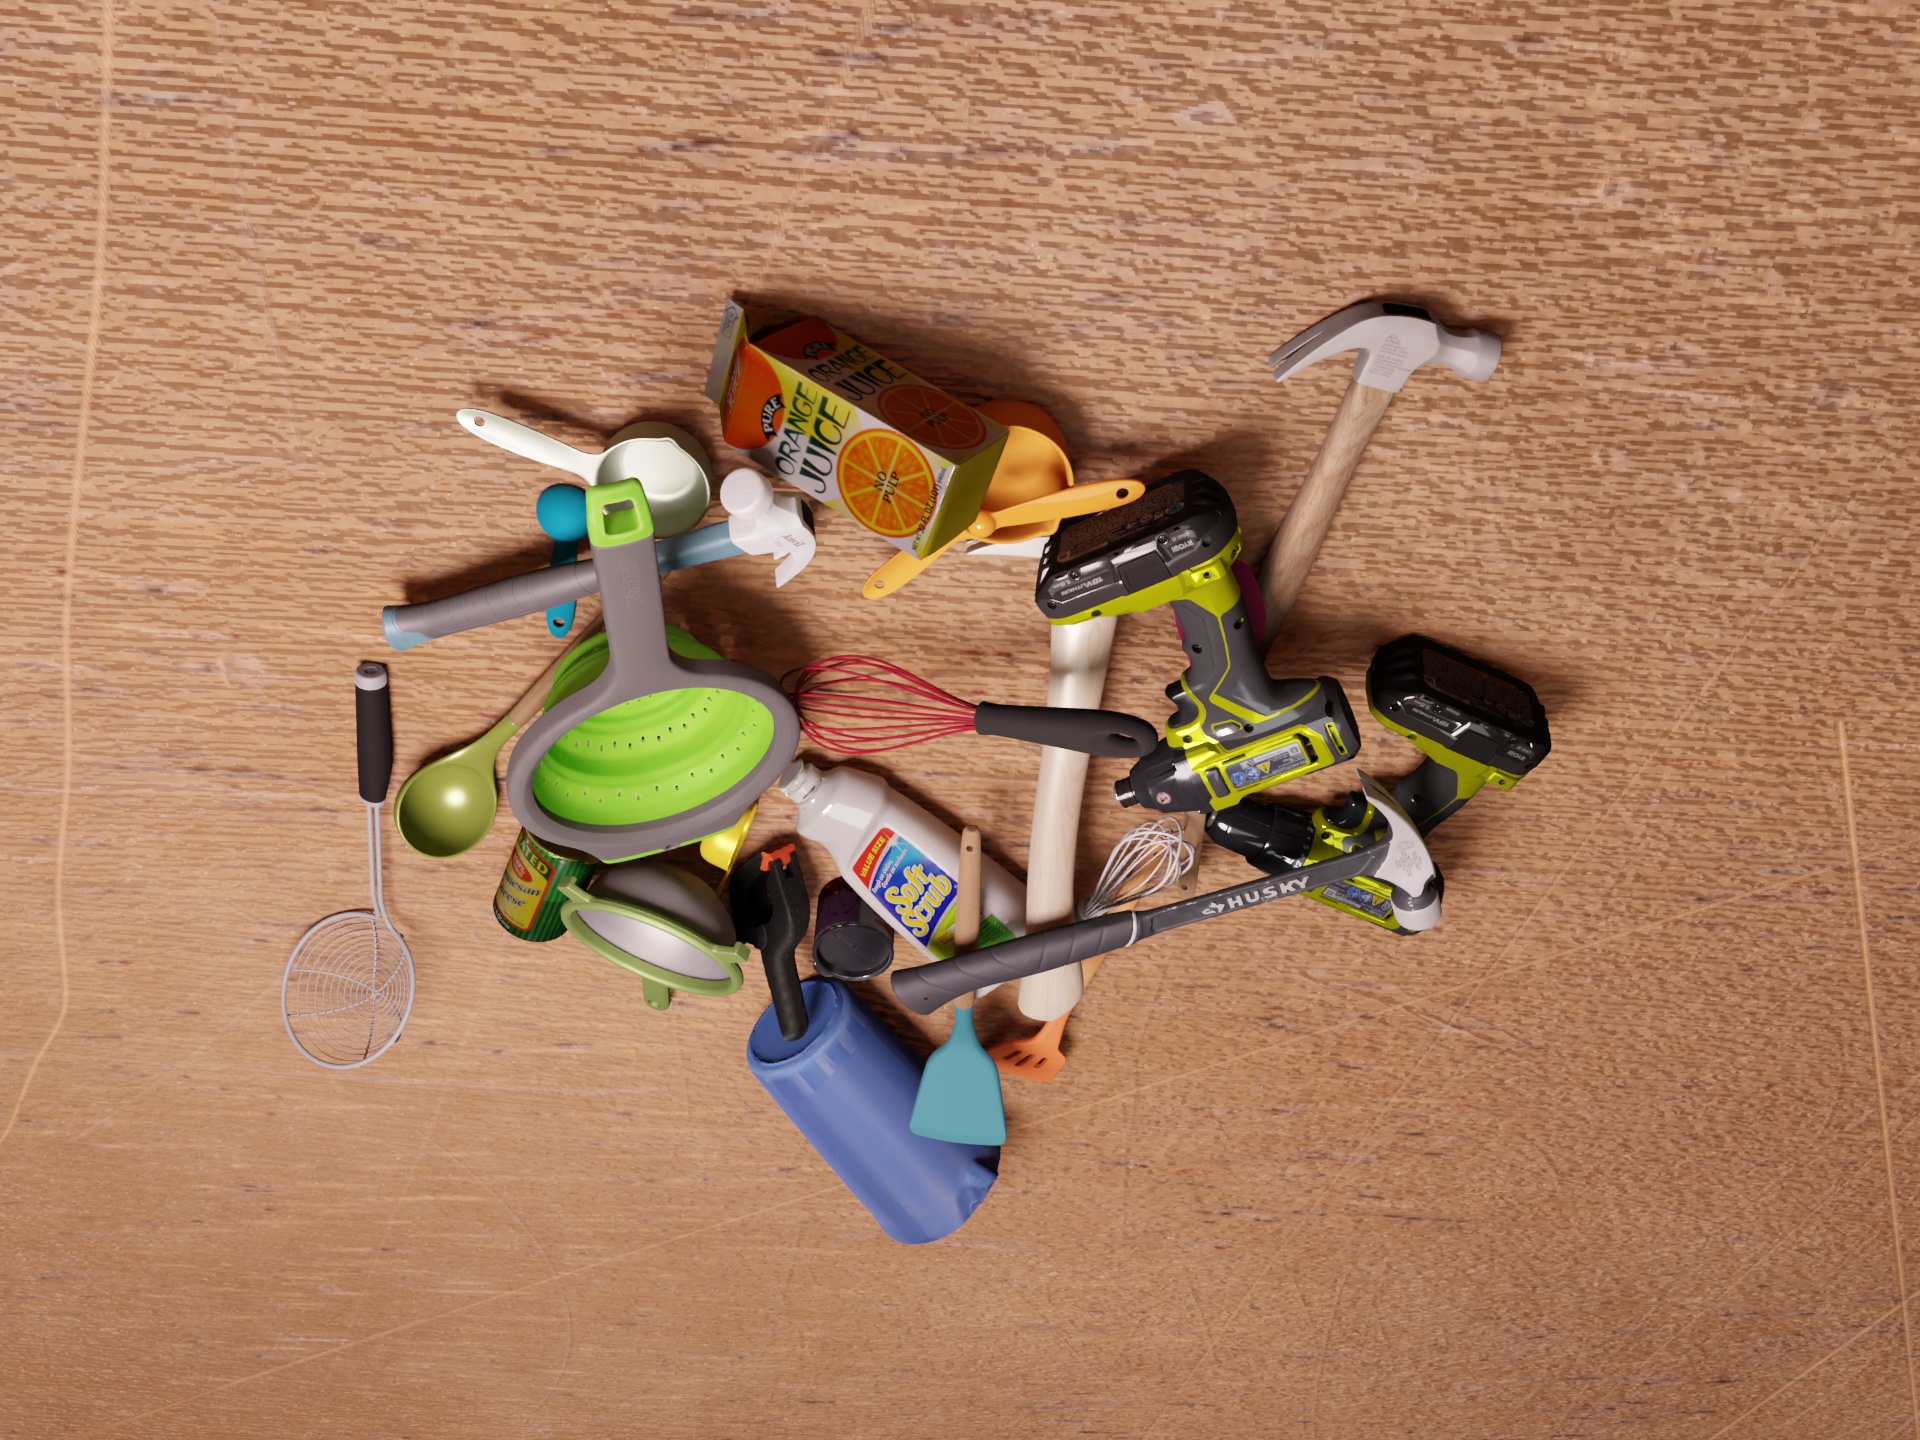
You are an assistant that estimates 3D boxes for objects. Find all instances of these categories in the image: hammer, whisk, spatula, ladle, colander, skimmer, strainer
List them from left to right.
[{"bbox_3d":[-0.480,0.119,1.242,0.127,0.090,0.363,28,128,19],"label":"skimmer"},{"bbox_3d":[-0.308,-0.008,1.162,0.320,0.062,0.078,-41,135,25],"label":"ladle"},{"bbox_3d":[-0.247,-0.096,1.057,0.331,0.033,0.128,-12,165,19],"label":"hammer"},{"bbox_3d":[-0.217,-0.047,1.050,0.204,0.095,0.396,-15,149,-15],"label":"colander"},{"bbox_3d":[-0.237,0.174,1.287,0.151,0.069,0.256,21,154,0],"label":"strainer"},{"bbox_3d":[-0.002,-0.004,1.097,0.296,0.073,0.073,7,134,29],"label":"whisk"},{"bbox_3d":[0.004,0.213,1.255,0.082,0.044,0.317,6,126,6],"label":"spatula"},{"bbox_3d":[0.065,0.050,1.172,0.146,0.038,0.410,4,118,-1],"label":"hammer"},{"bbox_3d":[0.102,0.211,1.355,0.081,0.041,0.322,18,123,-13],"label":"spatula"},{"bbox_3d":[0.108,0.149,1.268,0.057,0.059,0.246,20,139,-19],"label":"whisk"},{"bbox_3d":[0.143,0.146,1.177,0.409,0.036,0.149,-17,127,10],"label":"hammer"},{"bbox_3d":[0.229,-0.129,1.074,0.130,0.031,0.331,12,128,-10],"label":"hammer"}]

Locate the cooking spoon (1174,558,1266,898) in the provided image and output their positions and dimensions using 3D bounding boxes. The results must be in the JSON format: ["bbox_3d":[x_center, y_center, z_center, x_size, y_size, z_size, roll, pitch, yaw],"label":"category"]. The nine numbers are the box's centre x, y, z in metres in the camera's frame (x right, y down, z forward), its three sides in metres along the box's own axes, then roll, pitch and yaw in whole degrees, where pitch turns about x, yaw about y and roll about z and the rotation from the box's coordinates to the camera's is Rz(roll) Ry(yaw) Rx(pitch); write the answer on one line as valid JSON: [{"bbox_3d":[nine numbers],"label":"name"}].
[{"bbox_3d":[0.177,0.014,1.162,0.069,0.017,0.318,20,134,24],"label":"cooking spoon"}]

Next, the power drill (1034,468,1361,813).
[{"bbox_3d":[0.146,-0.038,1.058,0.171,0.080,0.223,-21,118,20],"label":"power drill"}]

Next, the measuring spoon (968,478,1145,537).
[{"bbox_3d":[0.061,-0.135,1.016,0.117,0.011,0.021,-11,128,9],"label":"measuring spoon"}]

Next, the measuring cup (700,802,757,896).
[{"bbox_3d":[-0.197,0.115,1.269,0.029,0.062,0.156,25,137,-3],"label":"measuring cup"}]

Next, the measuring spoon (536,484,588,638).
[{"bbox_3d":[-0.277,-0.104,1.105,0.042,0.021,0.128,10,128,-7],"label":"measuring spoon"}]

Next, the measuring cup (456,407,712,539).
[{"bbox_3d":[-0.242,-0.176,1.039,0.167,0.038,0.083,20,126,-12],"label":"measuring cup"}]

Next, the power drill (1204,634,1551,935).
[{"bbox_3d":[0.309,0.051,1.189,0.190,0.080,0.228,23,128,-6],"label":"power drill"}]

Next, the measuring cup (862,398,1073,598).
[{"bbox_3d":[-0.002,-0.143,1.054,0.173,0.052,0.095,-36,120,27],"label":"measuring cup"}]
